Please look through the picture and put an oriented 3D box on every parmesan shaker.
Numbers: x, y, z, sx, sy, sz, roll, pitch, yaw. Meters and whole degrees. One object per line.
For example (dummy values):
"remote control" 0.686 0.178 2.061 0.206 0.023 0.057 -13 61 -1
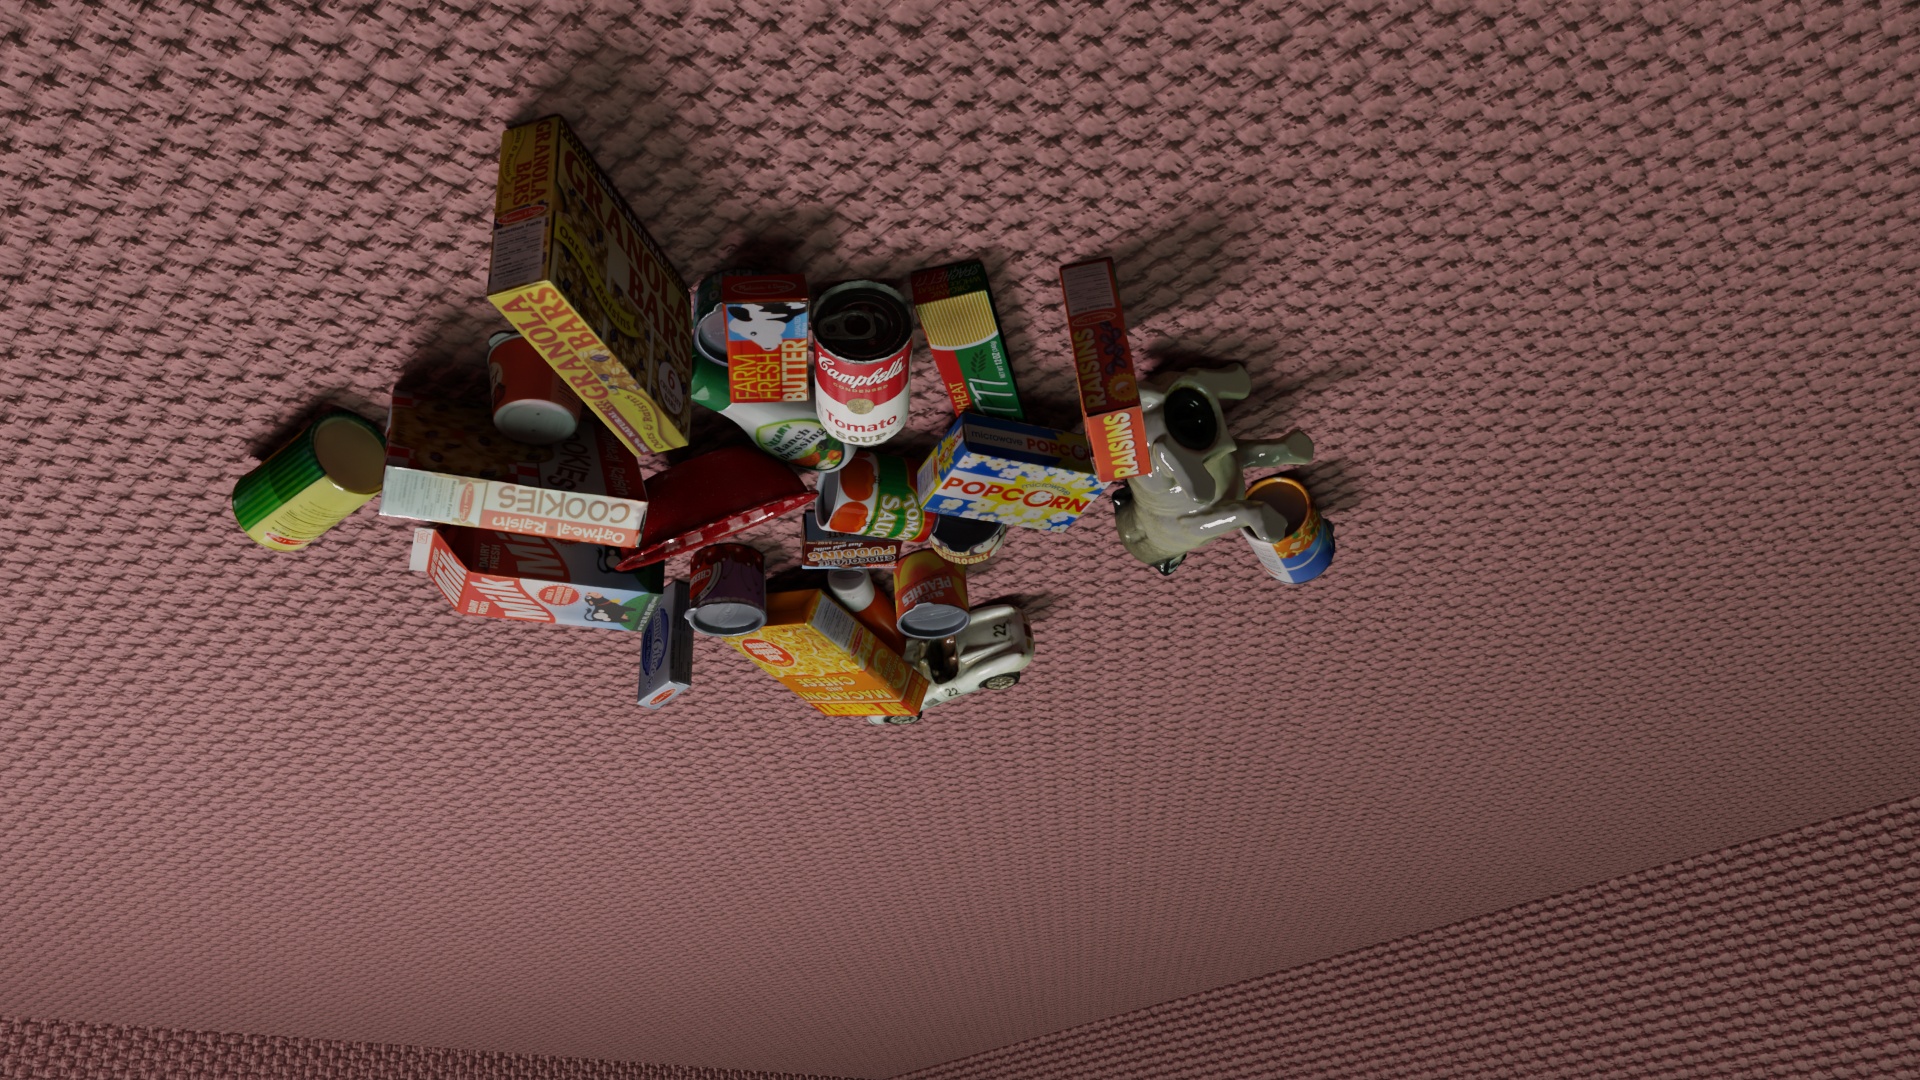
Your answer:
"parmesan shaker" -0.463 -0.042 1.000 0.103 0.071 0.071 -27 144 29

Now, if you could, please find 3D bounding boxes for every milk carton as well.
"milk carton" -0.340 0.018 1.117 0.191 0.074 0.072 8 147 -22

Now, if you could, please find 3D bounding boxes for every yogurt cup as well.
"yogurt cup" -0.287 -0.101 0.943 0.072 0.054 0.072 -5 150 -3

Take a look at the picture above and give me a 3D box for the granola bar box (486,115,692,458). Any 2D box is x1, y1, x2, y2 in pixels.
"granola bar box" -0.210 -0.144 0.814 0.039 0.125 0.165 -13 149 11

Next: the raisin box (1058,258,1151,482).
"raisin box" 0.097 -0.113 0.928 0.040 0.124 0.085 -11 150 7

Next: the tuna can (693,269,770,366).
"tuna can" -0.143 -0.147 0.913 0.071 0.033 0.070 -5 150 -3

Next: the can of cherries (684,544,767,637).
"can of cherries" -0.203 0.043 1.201 0.071 0.058 0.071 -4 150 -2

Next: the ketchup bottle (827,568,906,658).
"ketchup bottle" -0.090 0.067 1.277 0.065 0.044 0.148 -1 150 7

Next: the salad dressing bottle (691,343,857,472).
"salad dressing bottle" -0.139 -0.095 0.992 0.064 0.044 0.147 -30 142 32

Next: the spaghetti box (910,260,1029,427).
"spaghetti box" 0.017 -0.110 1.012 0.050 0.029 0.249 -11 149 7

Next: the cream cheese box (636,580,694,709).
"cream cheese box" -0.259 0.092 1.228 0.024 0.104 0.053 26 136 -38

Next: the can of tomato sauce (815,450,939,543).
"can of tomato sauce" -0.065 -0.034 1.084 0.083 0.071 0.070 7 147 -21

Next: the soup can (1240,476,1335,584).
"soup can" 0.283 -0.011 1.198 0.071 0.071 0.083 -18 147 19

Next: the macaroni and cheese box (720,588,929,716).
"macaroni and cheese box" -0.126 0.106 1.275 0.123 0.040 0.166 -6 143 39

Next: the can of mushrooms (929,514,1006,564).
"can of mushrooms" 0.004 -0.014 1.131 0.071 0.071 0.033 -6 151 0

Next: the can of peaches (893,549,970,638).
"can of peaches" -0.026 0.047 1.242 0.071 0.058 0.071 -4 149 -2

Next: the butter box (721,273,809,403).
"butter box" -0.124 -0.127 0.890 0.053 0.024 0.103 -3 149 -8

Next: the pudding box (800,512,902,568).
"pudding box" -0.093 0.000 1.177 0.084 0.030 0.049 0 150 -11

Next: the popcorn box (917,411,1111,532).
"popcorn box" 0.041 -0.050 1.049 0.127 0.038 0.084 8 146 -24

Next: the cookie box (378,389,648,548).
"cookie box" -0.308 -0.049 0.959 0.168 0.123 0.040 9 115 -24
